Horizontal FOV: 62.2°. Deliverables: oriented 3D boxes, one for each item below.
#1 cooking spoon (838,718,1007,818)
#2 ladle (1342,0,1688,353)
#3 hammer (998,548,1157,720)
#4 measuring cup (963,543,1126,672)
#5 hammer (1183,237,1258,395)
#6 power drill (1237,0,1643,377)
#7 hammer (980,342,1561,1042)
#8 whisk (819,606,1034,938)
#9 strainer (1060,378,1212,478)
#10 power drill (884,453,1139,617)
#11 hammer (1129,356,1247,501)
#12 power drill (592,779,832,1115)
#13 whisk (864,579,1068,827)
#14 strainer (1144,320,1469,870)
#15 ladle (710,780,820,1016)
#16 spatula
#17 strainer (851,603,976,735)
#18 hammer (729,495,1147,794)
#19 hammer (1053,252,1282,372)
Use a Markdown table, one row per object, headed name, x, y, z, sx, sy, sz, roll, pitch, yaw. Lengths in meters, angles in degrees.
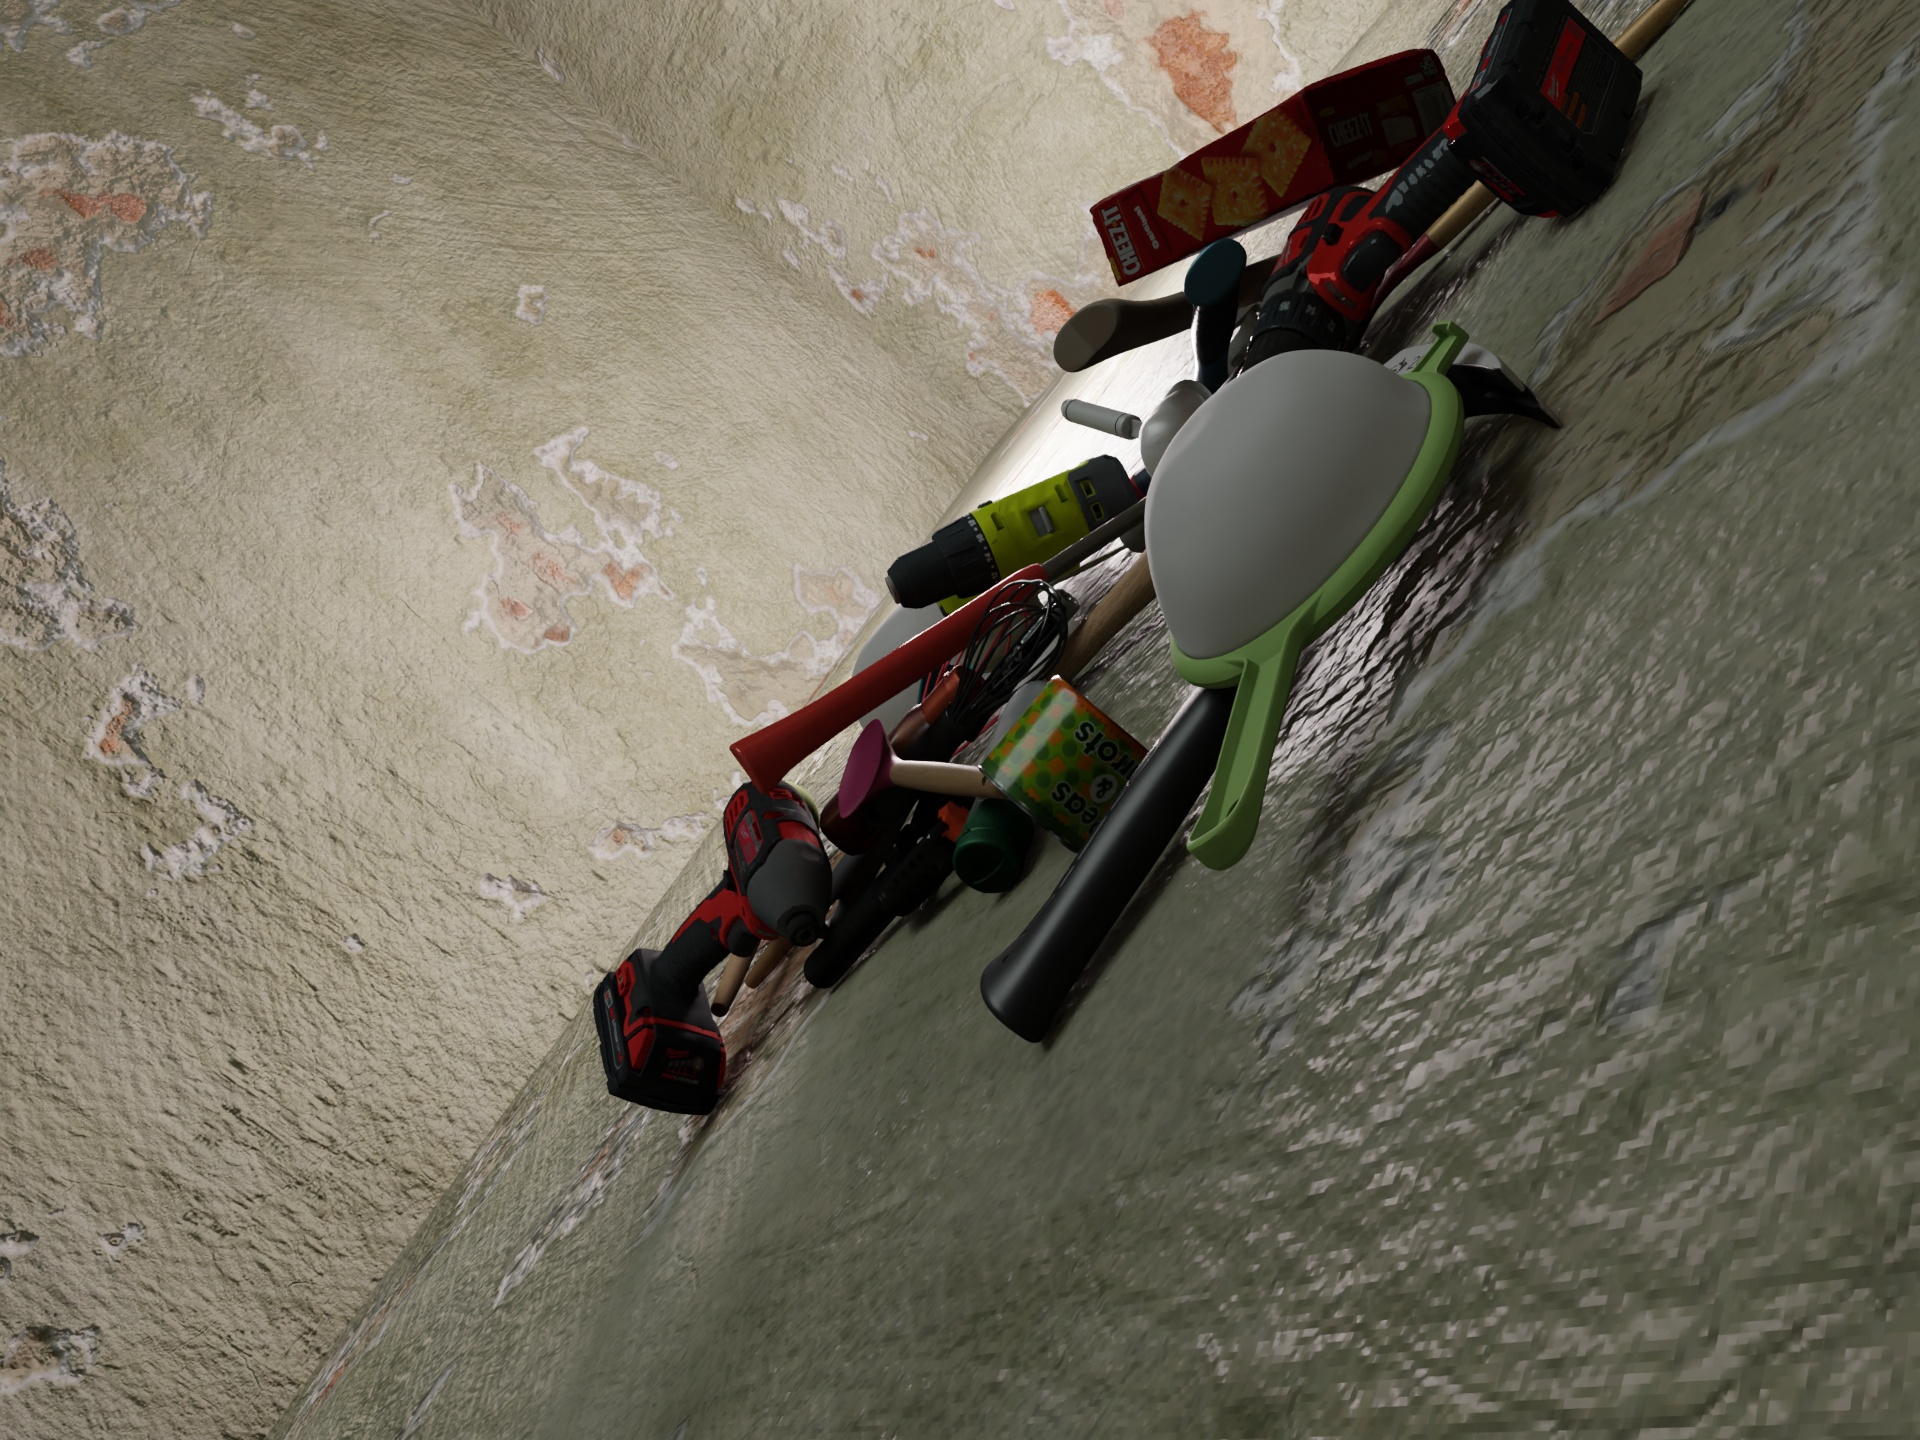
| name | x | y | z | sx | sy | sz | roll | pitch | yaw |
| --- | --- | --- | --- | --- | --- | --- | --- | --- | --- |
| cooking spoon | -0.027 | 0.033 | 0.934 | 0.319 | 0.017 | 0.069 | -1 | 71 | 72 |
| ladle | 0.303 | -0.309 | 0.955 | 0.315 | 0.031 | 0.069 | -44 | 13 | 30 |
| hammer | 0.110 | -0.084 | 0.941 | 0.331 | 0.031 | 0.130 | -47 | 9 | 52 |
| measuring cup | 0.073 | -0.088 | 1.247 | 0.167 | 0.038 | 0.083 | -29 | 5 | 22 |
| hammer | 0.180 | -0.269 | 1.138 | 0.128 | 0.033 | 0.331 | -46 | -8 | 4 |
| power drill | 0.240 | -0.263 | 0.858 | 0.226 | 0.080 | 0.188 | -35 | 23 | 55 |
| hammer | 0.114 | -0.016 | 0.643 | 0.335 | 0.035 | 0.146 | -55 | 16 | -7 |
| whisk | -0.027 | 0.033 | 1.174 | 0.296 | 0.073 | 0.073 | -58 | 9 | -11 |
| strainer | 0.125 | -0.211 | 1.159 | 0.259 | 0.050 | 0.086 | -140 | 50 | -63 |
| power drill | 0.030 | -0.133 | 1.246 | 0.190 | 0.080 | 0.228 | -24 | 1 | -4 |
| hammer | 0.240 | -0.282 | 1.077 | 0.386 | 0.038 | 0.143 | -48 | -2 | 32 |
| power drill | -0.163 | 0.160 | 1.092 | 0.219 | 0.078 | 0.143 | -55 | 35 | 19 |
| whisk | -0.003 | -0.003 | 0.987 | 0.239 | 0.055 | 0.055 | -51 | 7 | 40 |
| strainer | 0.099 | -0.056 | 0.577 | 0.151 | 0.069 | 0.256 | -39 | 19 | 43 |
| ladle | -0.171 | 0.144 | 1.310 | 0.320 | 0.062 | 0.078 | -74 | -5 | -64 |
| spatula | -0.085 | 0.091 | 1.264 | 0.317 | 0.044 | 0.082 | -52 | -26 | 16 |
| strainer | -0.007 | -0.096 | 1.480 | 0.340 | 0.095 | 0.211 | -46 | 10 | 43 |
| hammer | 0.013 | -0.068 | 1.006 | 0.359 | 0.037 | 0.149 | -34 | -8 | -19 |
| hammer | 0.175 | -0.307 | 1.201 | 0.146 | 0.038 | 0.410 | -46 | -8 | 38 |
